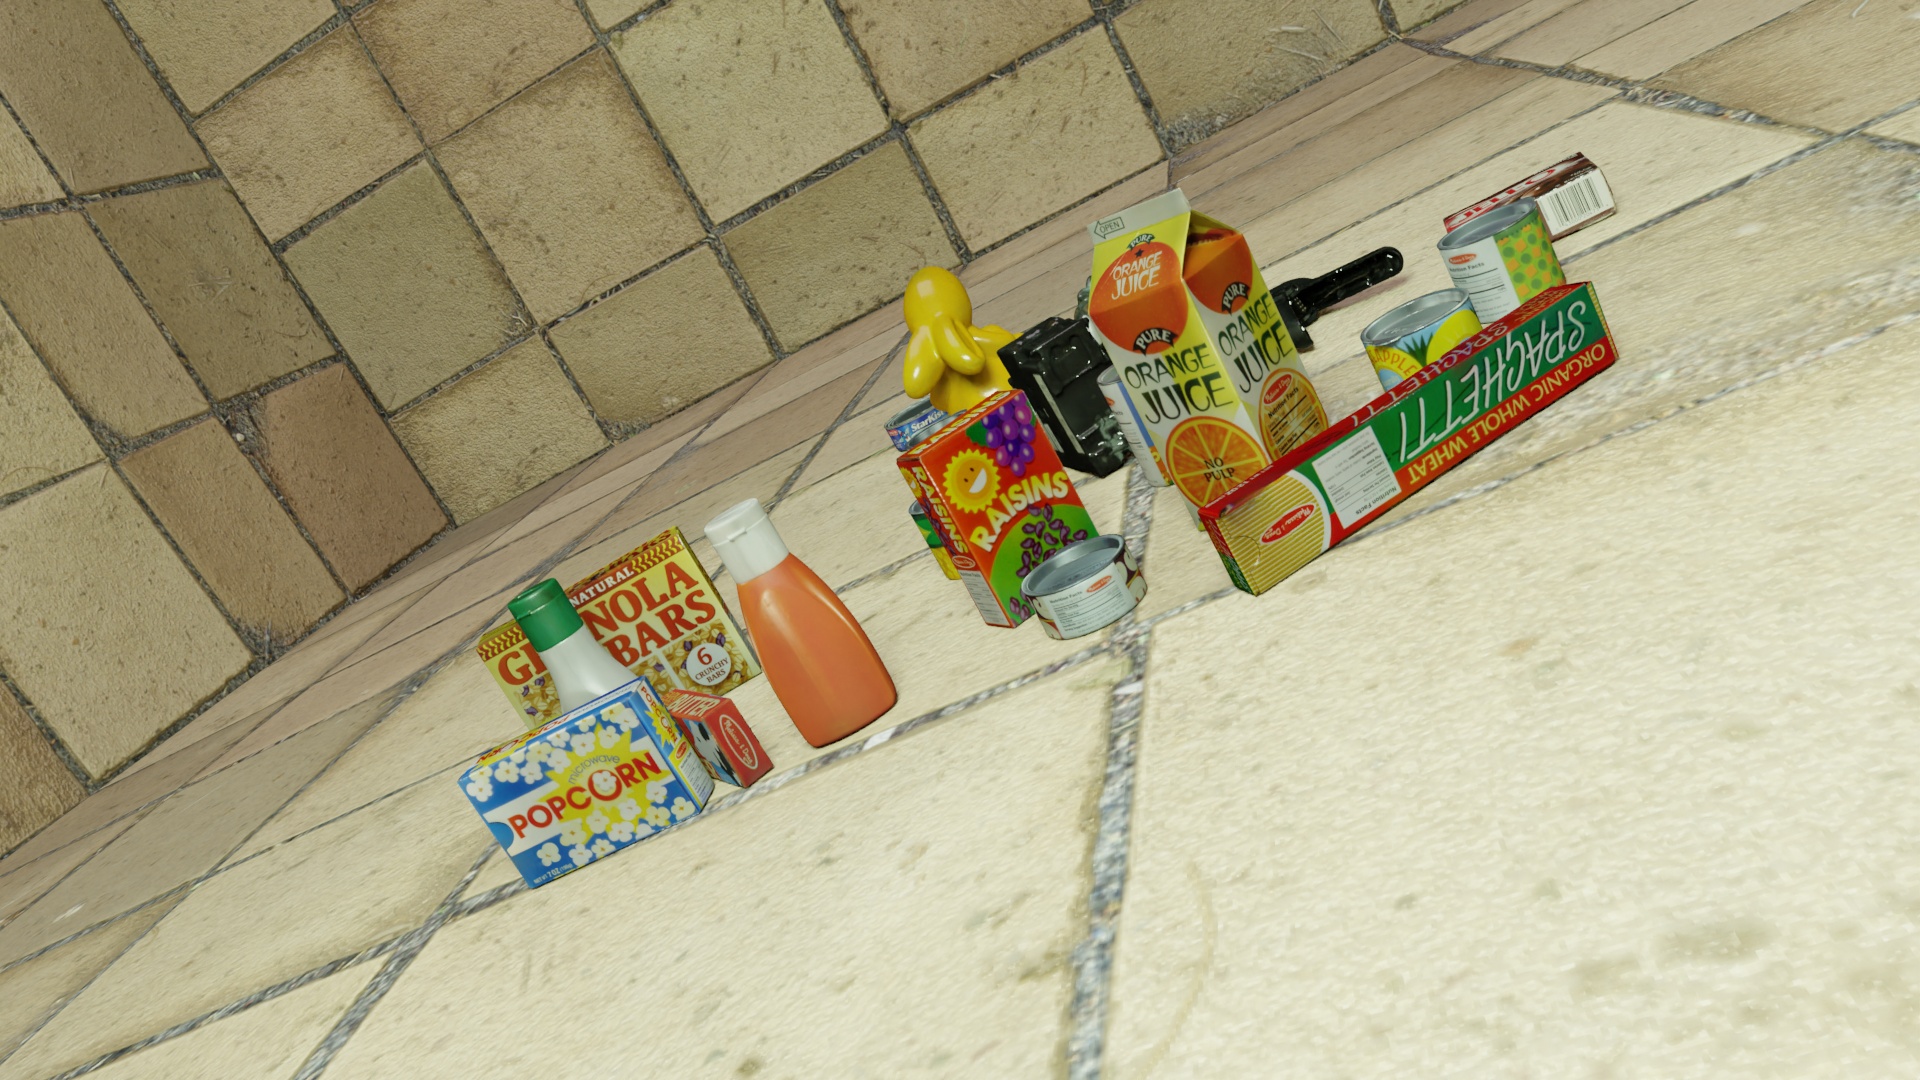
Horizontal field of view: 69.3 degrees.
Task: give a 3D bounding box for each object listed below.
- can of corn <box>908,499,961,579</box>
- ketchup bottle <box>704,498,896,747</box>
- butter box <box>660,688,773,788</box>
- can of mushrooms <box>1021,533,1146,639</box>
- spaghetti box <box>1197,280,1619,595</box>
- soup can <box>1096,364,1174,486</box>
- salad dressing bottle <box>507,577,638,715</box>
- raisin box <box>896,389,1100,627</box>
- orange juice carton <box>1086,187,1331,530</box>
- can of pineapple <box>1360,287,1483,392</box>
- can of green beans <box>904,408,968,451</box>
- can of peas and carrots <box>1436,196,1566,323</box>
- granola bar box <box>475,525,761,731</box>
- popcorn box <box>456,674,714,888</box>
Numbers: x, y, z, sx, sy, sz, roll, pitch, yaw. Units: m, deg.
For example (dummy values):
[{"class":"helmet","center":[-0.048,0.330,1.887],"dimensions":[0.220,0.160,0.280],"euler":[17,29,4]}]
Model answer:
[{"class":"can of corn","center":[0.004,-0.013,1.009],"dimensions":[0.071,0.058,0.071],"euler":[-27,15,8]},{"class":"ketchup bottle","center":[-0.098,0.047,0.822],"dimensions":[0.065,0.148,0.043],"euler":[-29,14,0]},{"class":"butter box","center":[-0.158,0.122,0.869],"dimensions":[0.024,0.053,0.103],"euler":[-36,16,-26]},{"class":"can of mushrooms","center":[0.072,0.026,0.805],"dimensions":[0.071,0.033,0.071],"euler":[-27,15,8]},{"class":"spaghetti box","center":[0.241,-0.057,0.738],"dimensions":[0.250,0.050,0.029],"euler":[-32,15,-10]},{"class":"soup can","center":[0.144,-0.090,0.957],"dimensions":[0.071,0.083,0.071],"euler":[-27,15,8]},{"class":"salad dressing bottle","center":[-0.252,0.096,0.944],"dimensions":[0.064,0.147,0.044],"euler":[-22,16,25]},{"class":"raisin box","center":[0.027,-0.020,0.864],"dimensions":[0.086,0.123,0.040],"euler":[-35,15,-21]},{"class":"orange juice carton","center":[0.142,-0.108,0.811],"dimensions":[0.071,0.192,0.073],"euler":[-13,22,48]},{"class":"can of pineapple","center":[0.278,-0.108,0.825],"dimensions":[0.071,0.057,0.071],"euler":[-27,15,8]},{"class":"can of green beans","center":[-0.007,-0.074,1.234],"dimensions":[0.071,0.057,0.071],"euler":[-27,15,8]},{"class":"can of peas and carrots","center":[0.363,-0.186,0.927],"dimensions":[0.071,0.058,0.071],"euler":[-27,15,8]},{"class":"granola bar box","center":[-0.250,0.083,1.026],"dimensions":[0.166,0.124,0.039],"euler":[-30,14,-3]},{"class":"popcorn box","center":[-0.227,0.148,0.848],"dimensions":[0.126,0.085,0.038],"euler":[-26,15,11]}]
